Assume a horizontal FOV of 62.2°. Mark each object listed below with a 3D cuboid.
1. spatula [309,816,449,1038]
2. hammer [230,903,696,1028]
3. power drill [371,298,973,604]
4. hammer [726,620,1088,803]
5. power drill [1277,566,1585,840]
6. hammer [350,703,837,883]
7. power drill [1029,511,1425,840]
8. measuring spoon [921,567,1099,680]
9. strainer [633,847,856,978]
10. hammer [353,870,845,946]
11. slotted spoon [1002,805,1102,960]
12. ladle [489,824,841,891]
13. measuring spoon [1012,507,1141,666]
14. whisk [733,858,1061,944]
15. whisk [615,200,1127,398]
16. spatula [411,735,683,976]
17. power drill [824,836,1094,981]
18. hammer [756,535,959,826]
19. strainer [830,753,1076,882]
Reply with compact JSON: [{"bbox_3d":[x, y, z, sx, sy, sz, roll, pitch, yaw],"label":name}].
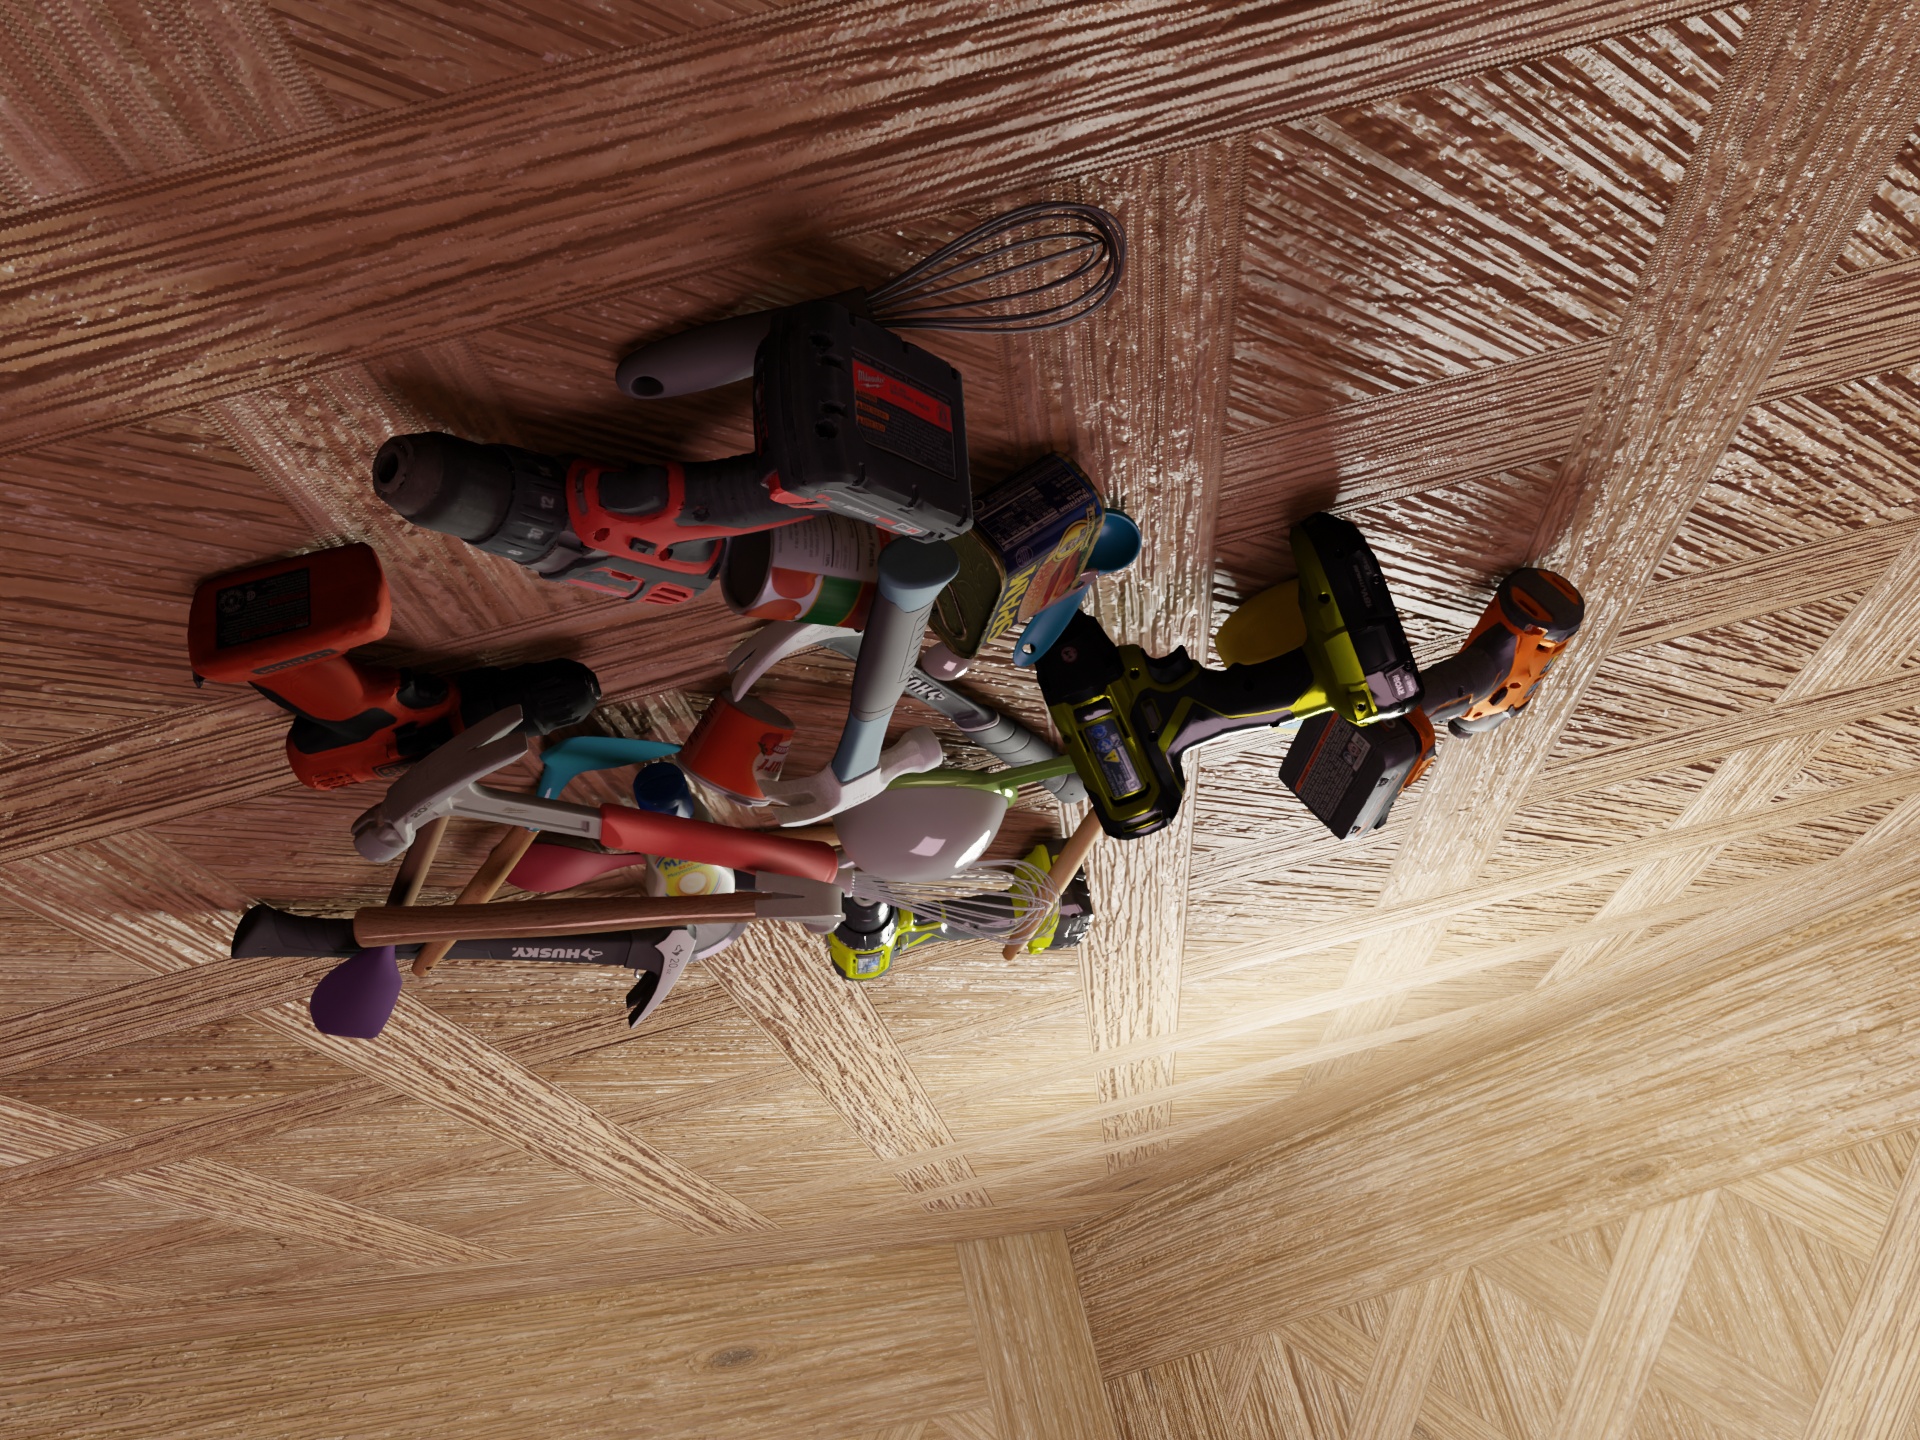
[{"bbox_3d":[-0.402,0.138,1.122,0.059,0.018,0.315,14,131,-26],"label":"spatula"},{"bbox_3d":[-0.373,0.173,1.213,0.334,0.035,0.146,5,126,-23],"label":"hammer"},{"bbox_3d":[-0.128,-0.112,0.716,0.227,0.080,0.187,-12,166,33],"label":"power drill"},{"bbox_3d":[-0.002,-0.004,1.106,0.149,0.036,0.408,-23,154,20],"label":"hammer"},{"bbox_3d":[0.340,-0.005,1.152,0.226,0.084,0.164,-29,152,-26],"label":"power drill"},{"bbox_3d":[-0.198,0.068,1.033,0.149,0.037,0.358,-30,153,27],"label":"hammer"},{"bbox_3d":[0.164,-0.037,1.014,0.223,0.171,0.080,-22,-162,10],"label":"power drill"},{"bbox_3d":[0.032,-0.056,0.957,0.124,0.018,0.034,-29,154,18],"label":"measuring spoon"},{"bbox_3d":[-0.158,0.141,1.311,0.258,0.050,0.086,-24,148,6],"label":"strainer"},{"bbox_3d":[-0.244,0.133,1.094,0.331,0.031,0.130,-2,166,-6],"label":"hammer"},{"bbox_3d":[0.100,0.089,1.265,0.070,0.031,0.313,-10,140,-41],"label":"slotted spoon"},{"bbox_3d":[-0.197,0.100,1.223,0.315,0.031,0.069,-5,155,-23],"label":"ladle"},{"bbox_3d":[0.066,-0.082,0.970,0.042,0.021,0.128,24,128,-15],"label":"measuring spoon"},{"bbox_3d":[-0.061,0.131,1.263,0.284,0.070,0.070,6,153,1],"label":"whisk"},{"bbox_3d":[-0.042,-0.182,0.714,0.239,0.055,0.055,-13,155,7],"label":"whisk"},{"bbox_3d":[-0.306,0.095,1.096,0.082,0.044,0.317,7,136,-45],"label":"spatula"},{"bbox_3d":[-0.006,0.165,1.392,0.228,0.080,0.190,-9,158,-9],"label":"power drill"},{"bbox_3d":[-0.047,-0.016,0.906,0.128,0.033,0.330,-26,164,-19],"label":"hammer"},{"bbox_3d":[0.007,0.075,1.158,0.256,0.069,0.151,-16,160,42],"label":"strainer"}]
